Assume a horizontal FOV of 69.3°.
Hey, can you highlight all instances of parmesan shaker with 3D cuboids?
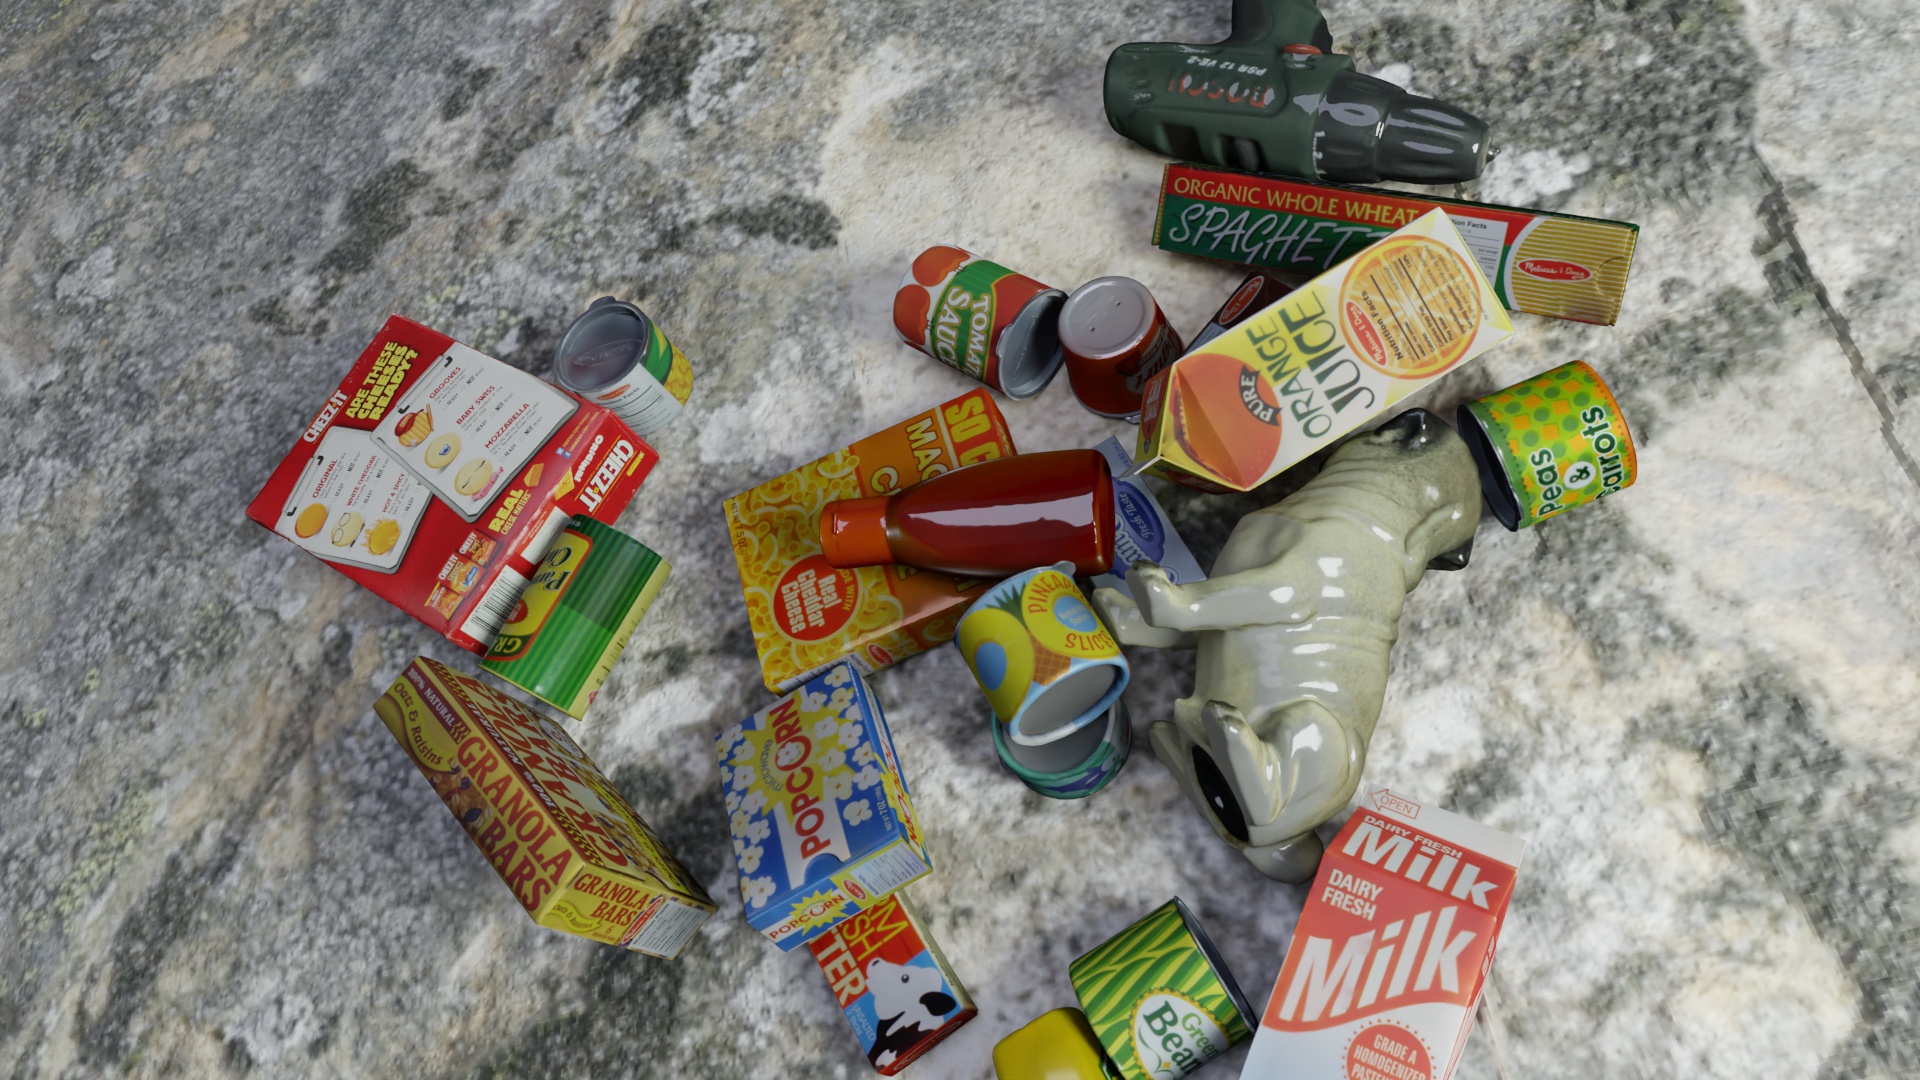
[{"bbox_3d":[-0.222,0.044,0.805,0.071,0.071,0.103,20,73,28],"label":"parmesan shaker"}]

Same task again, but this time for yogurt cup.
[{"bbox_3d":[0.086,-0.109,0.768,0.072,0.053,0.072,-9,62,17],"label":"yogurt cup"}]

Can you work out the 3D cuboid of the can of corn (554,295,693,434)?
[{"bbox_3d":[-0.212,-0.110,0.880,0.071,0.058,0.071,-9,63,17],"label":"can of corn"}]

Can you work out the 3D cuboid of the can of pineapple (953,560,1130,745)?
[{"bbox_3d":[0.039,0.054,0.656,0.071,0.071,0.058,-34,59,3],"label":"can of pineapple"}]

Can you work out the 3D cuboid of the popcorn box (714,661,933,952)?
[{"bbox_3d":[-0.072,0.130,0.698,0.085,0.038,0.127,-29,39,4],"label":"popcorn box"}]

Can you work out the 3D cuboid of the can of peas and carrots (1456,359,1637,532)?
[{"bbox_3d":[0.276,-0.044,0.655,0.058,0.070,0.071,-23,59,9],"label":"can of peas and carrots"}]

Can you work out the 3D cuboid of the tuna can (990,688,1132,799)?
[{"bbox_3d":[0.048,0.094,0.694,0.071,0.032,0.071,-8,62,16],"label":"tuna can"}]

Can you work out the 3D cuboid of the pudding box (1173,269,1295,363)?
[{"bbox_3d":[0.155,-0.100,0.752,0.050,0.030,0.084,36,81,32],"label":"pudding box"}]

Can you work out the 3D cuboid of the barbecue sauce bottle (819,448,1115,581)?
[{"bbox_3d":[0.003,-0.009,0.708,0.148,0.043,0.065,-5,71,17],"label":"barbecue sauce bottle"}]

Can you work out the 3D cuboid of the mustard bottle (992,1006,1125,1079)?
[{"bbox_3d":[0.071,0.276,0.580,0.049,0.065,0.161,-34,64,3],"label":"mustard bottle"}]

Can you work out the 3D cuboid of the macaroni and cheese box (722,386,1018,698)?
[{"bbox_3d":[-0.040,0.002,0.769,0.166,0.040,0.124,-24,60,9],"label":"macaroni and cheese box"}]

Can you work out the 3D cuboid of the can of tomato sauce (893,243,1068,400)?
[{"bbox_3d":[0.011,-0.126,0.796,0.083,0.071,0.071,30,79,31],"label":"can of tomato sauce"}]

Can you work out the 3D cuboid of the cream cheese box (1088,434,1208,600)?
[{"bbox_3d":[0.085,-0.001,0.732,0.053,0.024,0.104,-32,58,5],"label":"cream cheese box"}]

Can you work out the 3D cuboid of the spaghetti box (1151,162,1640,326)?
[{"bbox_3d":[0.224,-0.162,0.743,0.250,0.029,0.050,17,113,27],"label":"spaghetti box"}]

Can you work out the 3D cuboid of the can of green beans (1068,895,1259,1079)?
[{"bbox_3d":[0.088,0.199,0.607,0.058,0.071,0.071,-33,58,3],"label":"can of green beans"}]

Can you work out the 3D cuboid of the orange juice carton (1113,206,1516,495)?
[{"bbox_3d":[0.162,-0.080,0.687,0.193,0.072,0.073,-31,91,-1],"label":"orange juice carton"}]

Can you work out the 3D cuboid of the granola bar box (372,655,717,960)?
[{"bbox_3d":[-0.213,0.138,0.718,0.166,0.124,0.039,39,84,31],"label":"granola bar box"}]

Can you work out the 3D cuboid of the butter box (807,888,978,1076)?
[{"bbox_3d":[-0.041,0.202,0.679,0.053,0.024,0.104,-37,58,0],"label":"butter box"}]

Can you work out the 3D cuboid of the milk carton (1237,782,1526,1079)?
[{"bbox_3d":[0.168,0.198,0.572,0.072,0.073,0.191,19,72,27],"label":"milk carton"}]
